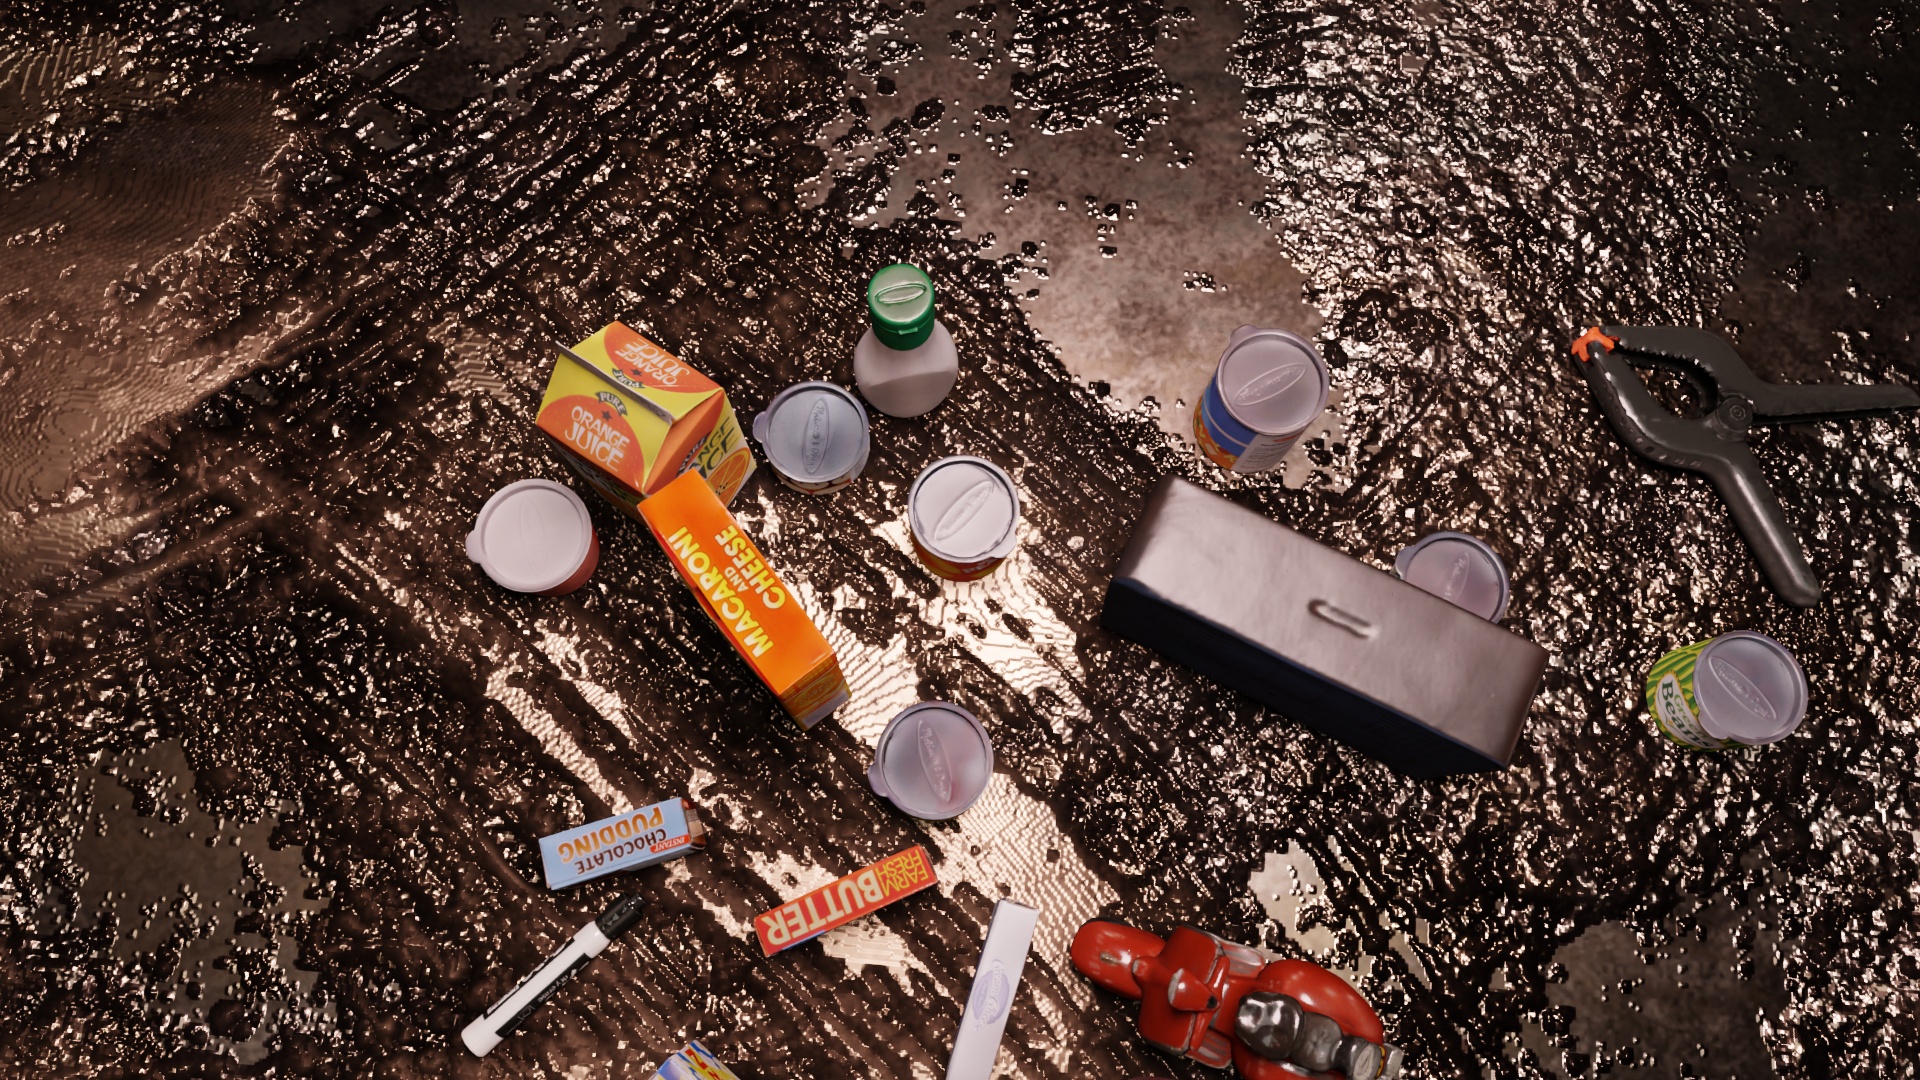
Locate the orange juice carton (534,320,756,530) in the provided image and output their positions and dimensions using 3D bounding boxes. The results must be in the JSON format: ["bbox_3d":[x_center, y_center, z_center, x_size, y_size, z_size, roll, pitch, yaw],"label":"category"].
[{"bbox_3d":[-0.174,-0.059,0.778,0.072,0.192,0.073,33,78,7],"label":"orange juice carton"}]

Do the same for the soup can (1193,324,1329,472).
[{"bbox_3d":[0.181,-0.086,0.849,0.071,0.083,0.071,0,76,-1],"label":"soup can"}]

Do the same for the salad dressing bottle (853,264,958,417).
[{"bbox_3d":[-0.033,-0.116,0.819,0.064,0.147,0.044,-12,77,-4],"label":"salad dressing bottle"}]

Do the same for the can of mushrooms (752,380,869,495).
[{"bbox_3d":[-0.092,-0.064,0.863,0.071,0.033,0.071,0,76,-1],"label":"can of mushrooms"}]

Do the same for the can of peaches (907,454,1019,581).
[{"bbox_3d":[0.003,-0.011,0.839,0.071,0.058,0.071,0,76,-1],"label":"can of peaches"}]

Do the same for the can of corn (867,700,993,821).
[{"bbox_3d":[-0.018,0.130,0.803,0.071,0.058,0.071,0,76,-1],"label":"can of corn"}]

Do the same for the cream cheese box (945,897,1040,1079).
[{"bbox_3d":[0.017,0.253,0.776,0.024,0.053,0.104,18,76,3],"label":"cream cheese box"}]

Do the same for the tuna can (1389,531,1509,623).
[{"bbox_3d":[0.295,0.029,0.849,0.071,0.032,0.071,0,76,-1],"label":"tuna can"}]

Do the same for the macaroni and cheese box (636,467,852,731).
[{"bbox_3d":[-0.115,0.039,0.768,0.040,0.166,0.124,-37,80,-9],"label":"macaroni and cheese box"}]

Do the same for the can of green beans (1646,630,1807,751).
[{"bbox_3d":[0.453,0.091,0.824,0.071,0.057,0.071,0,76,-1],"label":"can of green beans"}]

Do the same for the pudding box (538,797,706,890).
[{"bbox_3d":[-0.192,0.174,0.793,0.084,0.049,0.030,-16,77,-5],"label":"pudding box"}]

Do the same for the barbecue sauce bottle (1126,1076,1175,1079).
[{"bbox_3d":[0.104,0.309,0.714,0.065,0.148,0.044,-11,77,-4],"label":"barbecue sauce bottle"}]

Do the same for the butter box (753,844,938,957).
[{"bbox_3d":[-0.064,0.203,0.786,0.103,0.053,0.024,-23,78,-7],"label":"butter box"}]

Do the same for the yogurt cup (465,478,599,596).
[{"bbox_3d":[-0.250,0.002,0.832,0.072,0.054,0.072,0,76,-1],"label":"yogurt cup"}]

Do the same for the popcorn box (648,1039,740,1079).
[{"bbox_3d":[-0.114,0.326,0.738,0.127,0.085,0.038,39,79,8],"label":"popcorn box"}]
